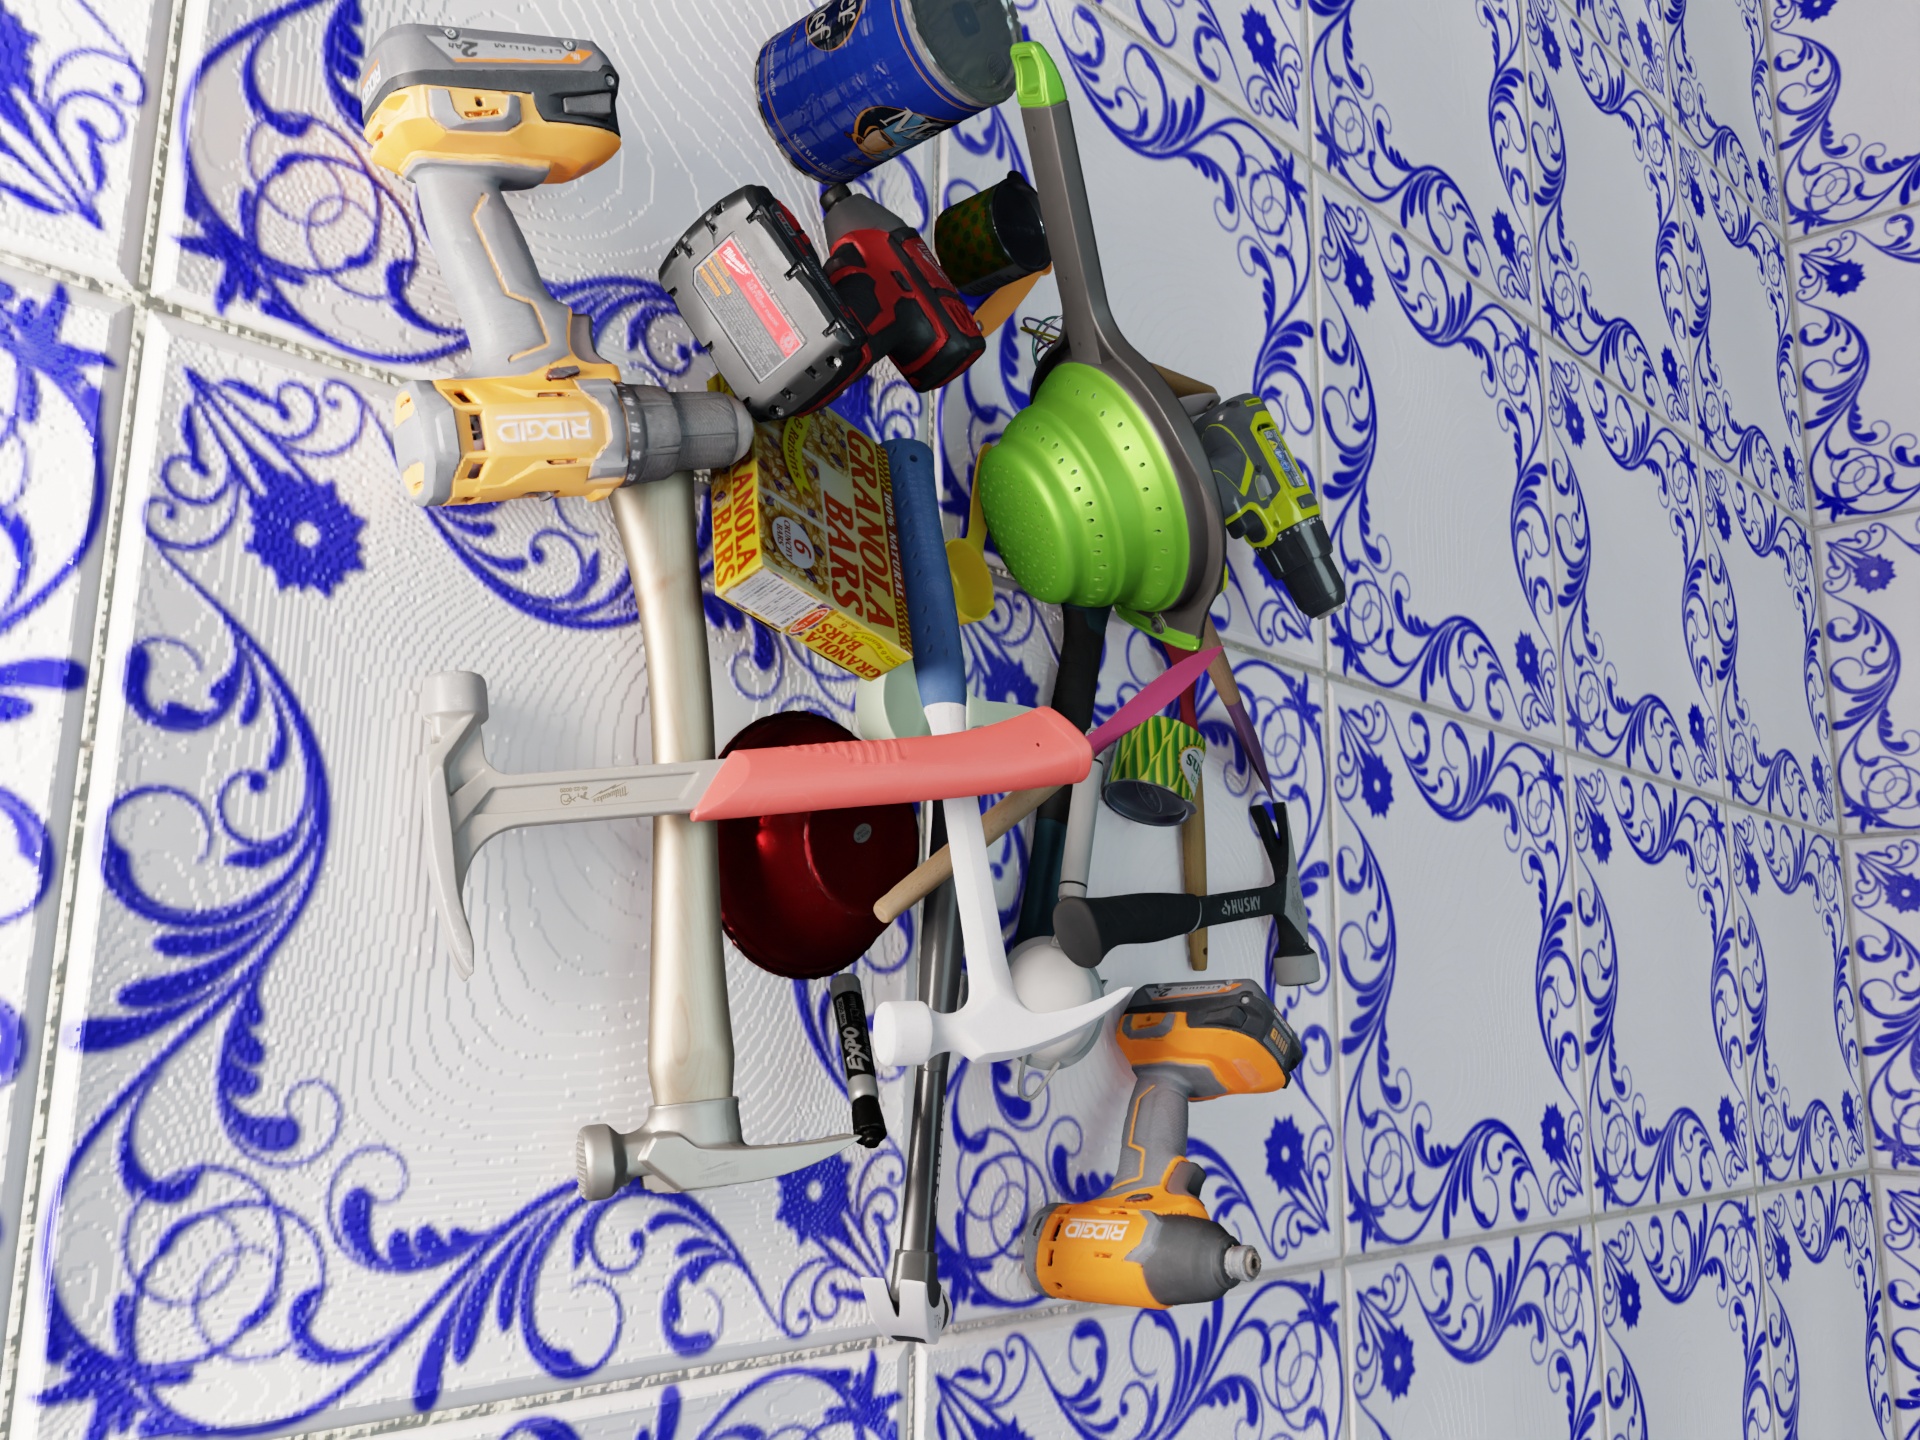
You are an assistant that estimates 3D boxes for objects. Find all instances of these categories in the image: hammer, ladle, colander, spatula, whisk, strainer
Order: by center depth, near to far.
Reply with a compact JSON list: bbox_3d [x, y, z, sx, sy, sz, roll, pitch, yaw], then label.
[{"bbox_3d":[-0.093,0.040,0.836,0.359,0.036,0.149,-4,75,-25],"label":"hammer"},{"bbox_3d":[-0.140,0.040,0.859,0.146,0.038,0.411,-1,80,-21],"label":"hammer"},{"bbox_3d":[-0.002,0.003,0.943,0.144,0.035,0.406,1,60,-20],"label":"hammer"},{"bbox_3d":[-0.016,0.192,0.947,0.146,0.035,0.335,71,22,-69],"label":"hammer"},{"bbox_3d":[0.057,-0.213,1.009,0.094,0.205,0.396,-25,118,-19],"label":"colander"},{"bbox_3d":[0.073,0.120,1.049,0.086,0.050,0.259,22,63,-25],"label":"strainer"},{"bbox_3d":[0.066,0.059,1.103,0.128,0.033,0.331,28,63,-39],"label":"hammer"},{"bbox_3d":[0.171,0.132,1.139,0.408,0.036,0.149,6,75,-59],"label":"hammer"},{"bbox_3d":[0.197,-0.033,1.197,0.315,0.018,0.060,55,21,-51],"label":"spatula"},{"bbox_3d":[0.130,-0.269,1.224,0.244,0.047,0.051,4,79,-49],"label":"whisk"},{"bbox_3d":[0.177,0.035,1.231,0.069,0.031,0.315,4,82,-45],"label":"ladle"}]

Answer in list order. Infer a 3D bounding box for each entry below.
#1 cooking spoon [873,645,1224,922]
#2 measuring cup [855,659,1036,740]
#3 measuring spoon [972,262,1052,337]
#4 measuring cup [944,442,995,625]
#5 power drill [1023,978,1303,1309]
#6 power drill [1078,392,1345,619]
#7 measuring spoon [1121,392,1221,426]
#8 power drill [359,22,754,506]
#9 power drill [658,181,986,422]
[{"bbox_3d":[0.062,0.032,0.994,0.319,0.068,0.017,-37,92,-33],"label":"cooking spoon"},{"bbox_3d":[-0.002,-0.003,1.040,0.167,0.038,0.083,11,75,-45],"label":"measuring cup"},{"bbox_3d":[0.034,-0.308,1.156,0.117,0.011,0.021,-52,120,-34],"label":"measuring spoon"},{"bbox_3d":[0.001,-0.129,1.083,0.062,0.029,0.157,43,43,-37],"label":"measuring cup"},{"bbox_3d":[0.150,0.284,1.058,0.084,0.164,0.227,51,48,-26],"label":"power drill"},{"bbox_3d":[0.205,-0.150,1.233,0.228,0.080,0.190,-21,83,-46],"label":"power drill"},{"bbox_3d":[0.172,-0.242,1.260,0.124,0.034,0.018,-20,54,-41],"label":"measuring spoon"},{"bbox_3d":[-0.205,-0.225,0.818,0.185,0.084,0.226,-9,92,-33],"label":"power drill"},{"bbox_3d":[-0.075,-0.258,0.952,0.143,0.078,0.220,56,29,-1],"label":"power drill"}]
